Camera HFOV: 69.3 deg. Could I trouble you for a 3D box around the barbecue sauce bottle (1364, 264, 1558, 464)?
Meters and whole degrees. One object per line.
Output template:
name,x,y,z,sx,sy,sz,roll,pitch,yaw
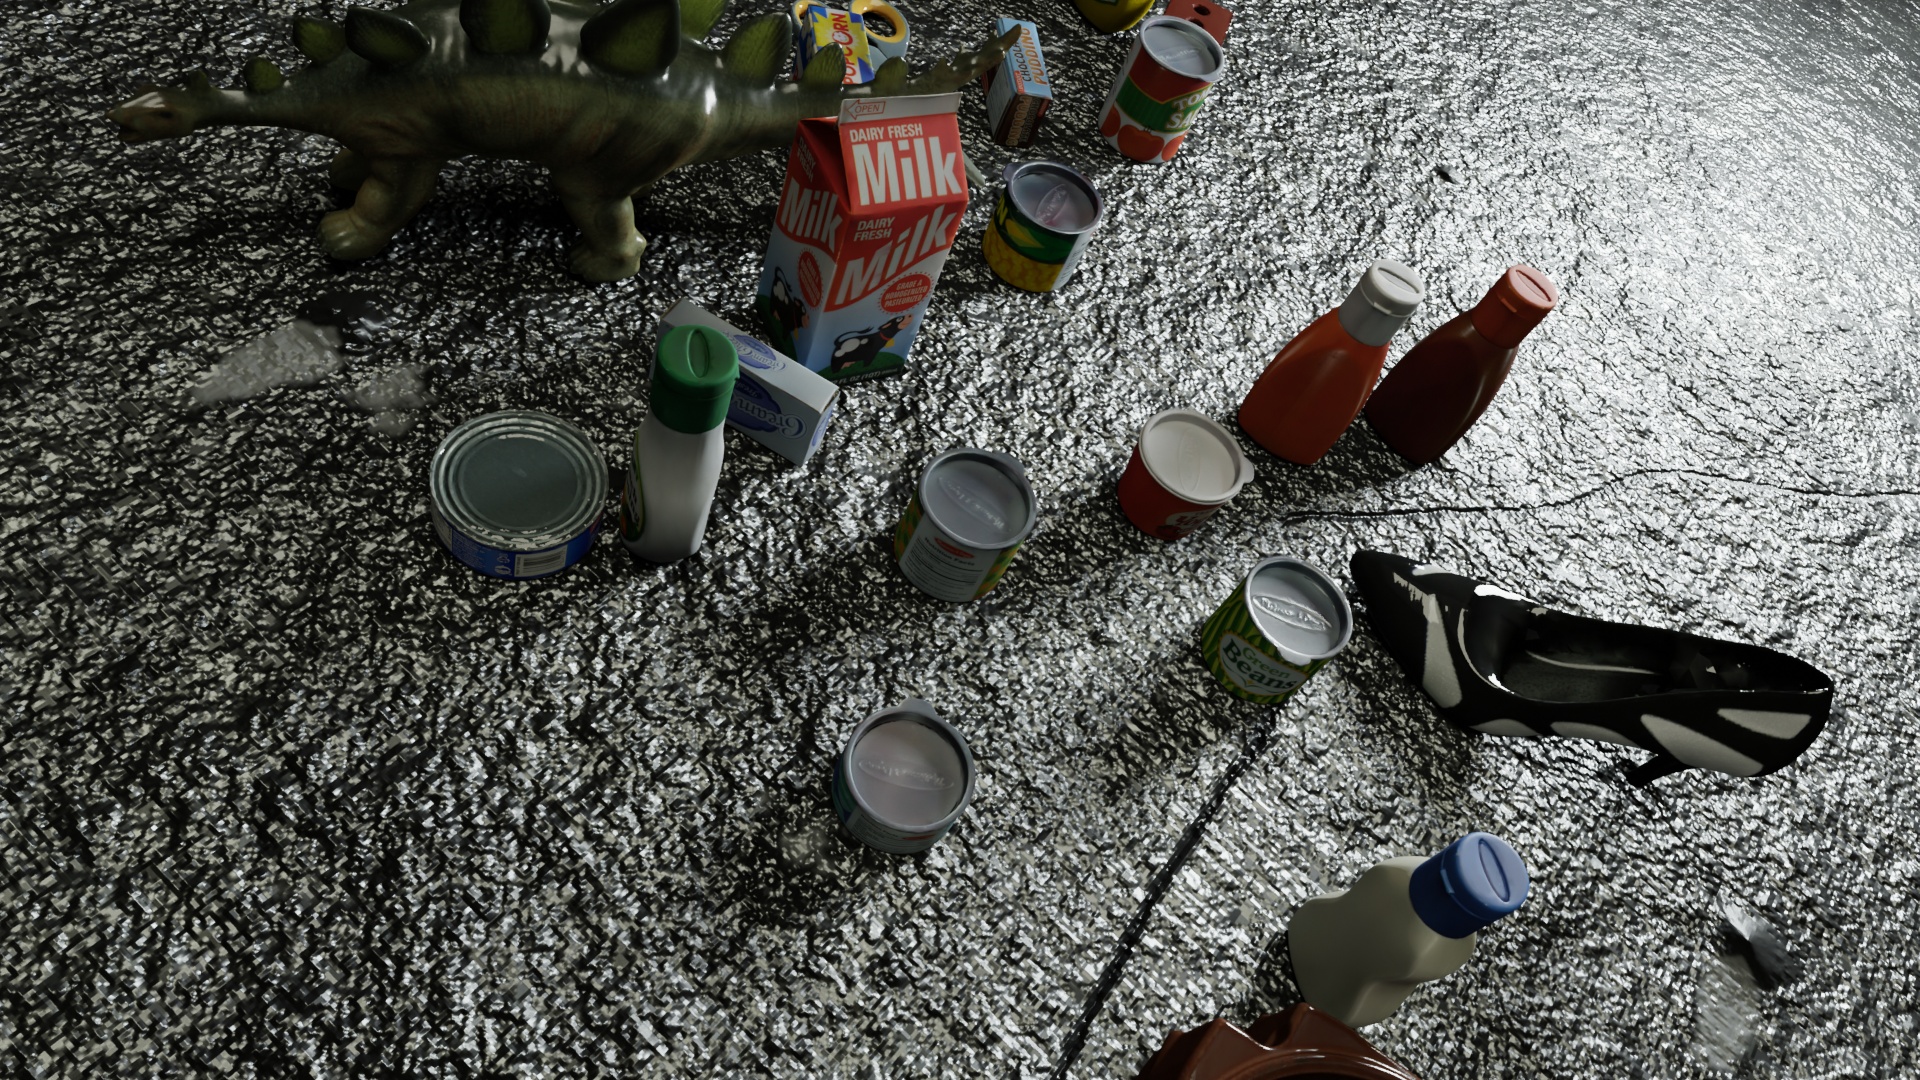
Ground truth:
barbecue sauce bottle,0.325,-0.115,0.899,0.044,0.147,0.065,-29,71,-33

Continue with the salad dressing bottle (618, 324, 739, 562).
salad dressing bottle,-0.138,-0.045,0.681,0.044,0.146,0.064,2,57,-19

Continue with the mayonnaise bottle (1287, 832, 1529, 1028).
mayonnaise bottle,0.207,0.181,0.652,0.041,0.147,0.065,0,57,-20

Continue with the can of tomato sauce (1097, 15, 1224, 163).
can of tomato sauce,0.148,-0.329,1.022,0.071,0.082,0.071,10,54,-14

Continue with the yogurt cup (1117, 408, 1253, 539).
yogurt cup,0.129,-0.037,0.833,0.072,0.053,0.073,10,54,-14

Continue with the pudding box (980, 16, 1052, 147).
pudding box,0.039,-0.332,1.005,0.030,0.049,0.084,3,56,-18

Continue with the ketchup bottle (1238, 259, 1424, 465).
ketchup bottle,0.232,-0.110,0.861,0.065,0.148,0.044,31,52,2

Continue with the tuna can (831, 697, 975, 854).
tuna can,-0.028,0.116,0.683,0.071,0.032,0.071,10,54,-14

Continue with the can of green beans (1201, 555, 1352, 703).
can of green beans,0.178,0.051,0.788,0.071,0.057,0.071,10,54,-14

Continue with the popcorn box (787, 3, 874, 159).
popcorn box,-0.083,-0.268,0.893,0.038,0.084,0.127,1,57,-19

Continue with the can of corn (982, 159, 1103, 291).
can of corn,0.051,-0.209,0.919,0.071,0.058,0.071,10,54,-14

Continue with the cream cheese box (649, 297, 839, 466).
cream cheese box,-0.121,-0.088,0.776,0.104,0.053,0.024,30,52,1

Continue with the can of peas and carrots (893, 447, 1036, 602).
can of peas and carrots,0.003,-0.010,0.764,0.071,0.058,0.071,10,54,-14

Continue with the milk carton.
milk carton,-0.055,-0.172,0.772,0.072,0.189,0.073,-14,63,-28

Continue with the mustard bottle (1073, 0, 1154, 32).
mustard bottle,0.138,-0.471,1.067,0.049,0.159,0.065,-28,70,-33
